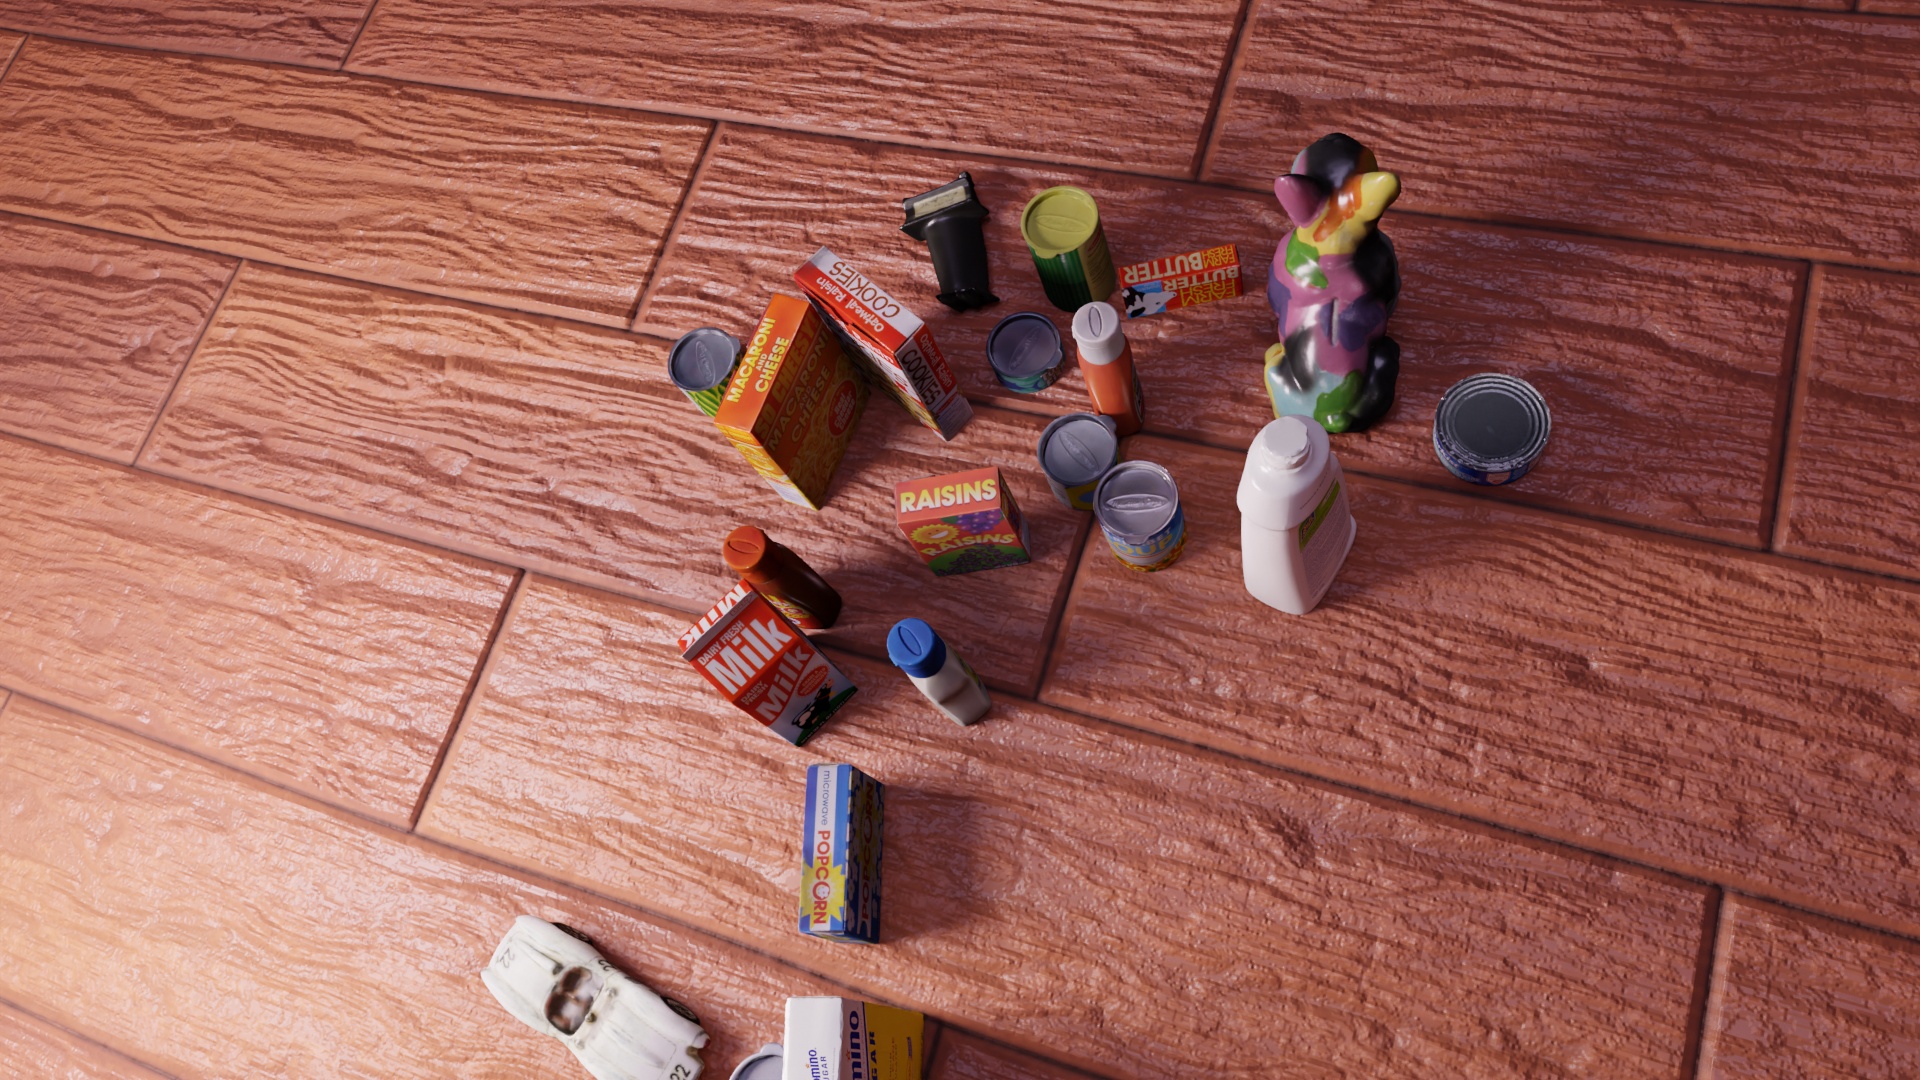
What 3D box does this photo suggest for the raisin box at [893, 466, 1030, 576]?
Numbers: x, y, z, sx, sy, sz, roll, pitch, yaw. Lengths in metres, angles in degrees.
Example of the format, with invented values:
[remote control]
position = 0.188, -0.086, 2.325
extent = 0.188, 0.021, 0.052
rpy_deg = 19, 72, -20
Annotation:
[raisin box]
position = 0.004, -0.014, 1.123
extent = 0.086, 0.123, 0.040
rpy_deg = -8, 67, 11

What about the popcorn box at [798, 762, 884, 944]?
[popcorn box]
position = -0.090, 0.241, 1.066
extent = 0.038, 0.085, 0.127
rpy_deg = -4, 68, 13

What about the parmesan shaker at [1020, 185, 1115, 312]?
[parmesan shaker]
position = 0.094, -0.248, 1.205
extent = 0.071, 0.103, 0.071
rpy_deg = -5, 68, 13

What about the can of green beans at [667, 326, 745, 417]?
[can of green beans]
position = -0.226, -0.153, 1.274
extent = 0.071, 0.057, 0.071
rpy_deg = -5, 68, 13

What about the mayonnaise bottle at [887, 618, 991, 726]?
[mayonnaise bottle]
position = -0.018, 0.099, 1.070
extent = 0.041, 0.147, 0.065
rpy_deg = -38, 65, -2

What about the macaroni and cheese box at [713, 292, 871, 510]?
[macaroni and cheese box]
position = -0.139, -0.113, 1.176
extent = 0.040, 0.166, 0.124
rpy_deg = 17, 74, 20

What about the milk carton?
[milk carton]
position = -0.154, 0.093, 1.084
extent = 0.072, 0.190, 0.073
rpy_deg = -45, 65, -5

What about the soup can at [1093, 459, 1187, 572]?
[soup can]
position = 0.145, -0.015, 1.109
extent = 0.071, 0.083, 0.071
rpy_deg = -5, 68, 13

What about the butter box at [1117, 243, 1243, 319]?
[butter box]
position = 0.190, -0.223, 1.197
extent = 0.103, 0.053, 0.024
rpy_deg = -10, 67, 10

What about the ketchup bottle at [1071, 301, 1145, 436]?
[ketchup bottle]
position = 0.120, -0.142, 1.130
extent = 0.043, 0.148, 0.065
rpy_deg = -10, 67, 11

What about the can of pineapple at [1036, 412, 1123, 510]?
[can of pineapple]
position = 0.103, -0.066, 1.154
extent = 0.071, 0.057, 0.071
rpy_deg = -5, 68, 13

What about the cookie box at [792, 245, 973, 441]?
[cookie box]
position = -0.063, -0.163, 1.175
extent = 0.123, 0.167, 0.040
rpy_deg = 40, 83, 24

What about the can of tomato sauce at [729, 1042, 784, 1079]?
[can of tomato sauce]
position = -0.125, 0.405, 1.011
extent = 0.071, 0.083, 0.071
rpy_deg = -5, 68, 13

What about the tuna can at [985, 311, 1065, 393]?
[tuna can]
position = 0.060, -0.164, 1.218
extent = 0.071, 0.032, 0.071
rpy_deg = -5, 68, 13

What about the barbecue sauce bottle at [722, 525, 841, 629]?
[barbecue sauce bottle]
position = -0.148, 0.030, 1.131
extent = 0.065, 0.148, 0.044
rpy_deg = 15, 74, 19
